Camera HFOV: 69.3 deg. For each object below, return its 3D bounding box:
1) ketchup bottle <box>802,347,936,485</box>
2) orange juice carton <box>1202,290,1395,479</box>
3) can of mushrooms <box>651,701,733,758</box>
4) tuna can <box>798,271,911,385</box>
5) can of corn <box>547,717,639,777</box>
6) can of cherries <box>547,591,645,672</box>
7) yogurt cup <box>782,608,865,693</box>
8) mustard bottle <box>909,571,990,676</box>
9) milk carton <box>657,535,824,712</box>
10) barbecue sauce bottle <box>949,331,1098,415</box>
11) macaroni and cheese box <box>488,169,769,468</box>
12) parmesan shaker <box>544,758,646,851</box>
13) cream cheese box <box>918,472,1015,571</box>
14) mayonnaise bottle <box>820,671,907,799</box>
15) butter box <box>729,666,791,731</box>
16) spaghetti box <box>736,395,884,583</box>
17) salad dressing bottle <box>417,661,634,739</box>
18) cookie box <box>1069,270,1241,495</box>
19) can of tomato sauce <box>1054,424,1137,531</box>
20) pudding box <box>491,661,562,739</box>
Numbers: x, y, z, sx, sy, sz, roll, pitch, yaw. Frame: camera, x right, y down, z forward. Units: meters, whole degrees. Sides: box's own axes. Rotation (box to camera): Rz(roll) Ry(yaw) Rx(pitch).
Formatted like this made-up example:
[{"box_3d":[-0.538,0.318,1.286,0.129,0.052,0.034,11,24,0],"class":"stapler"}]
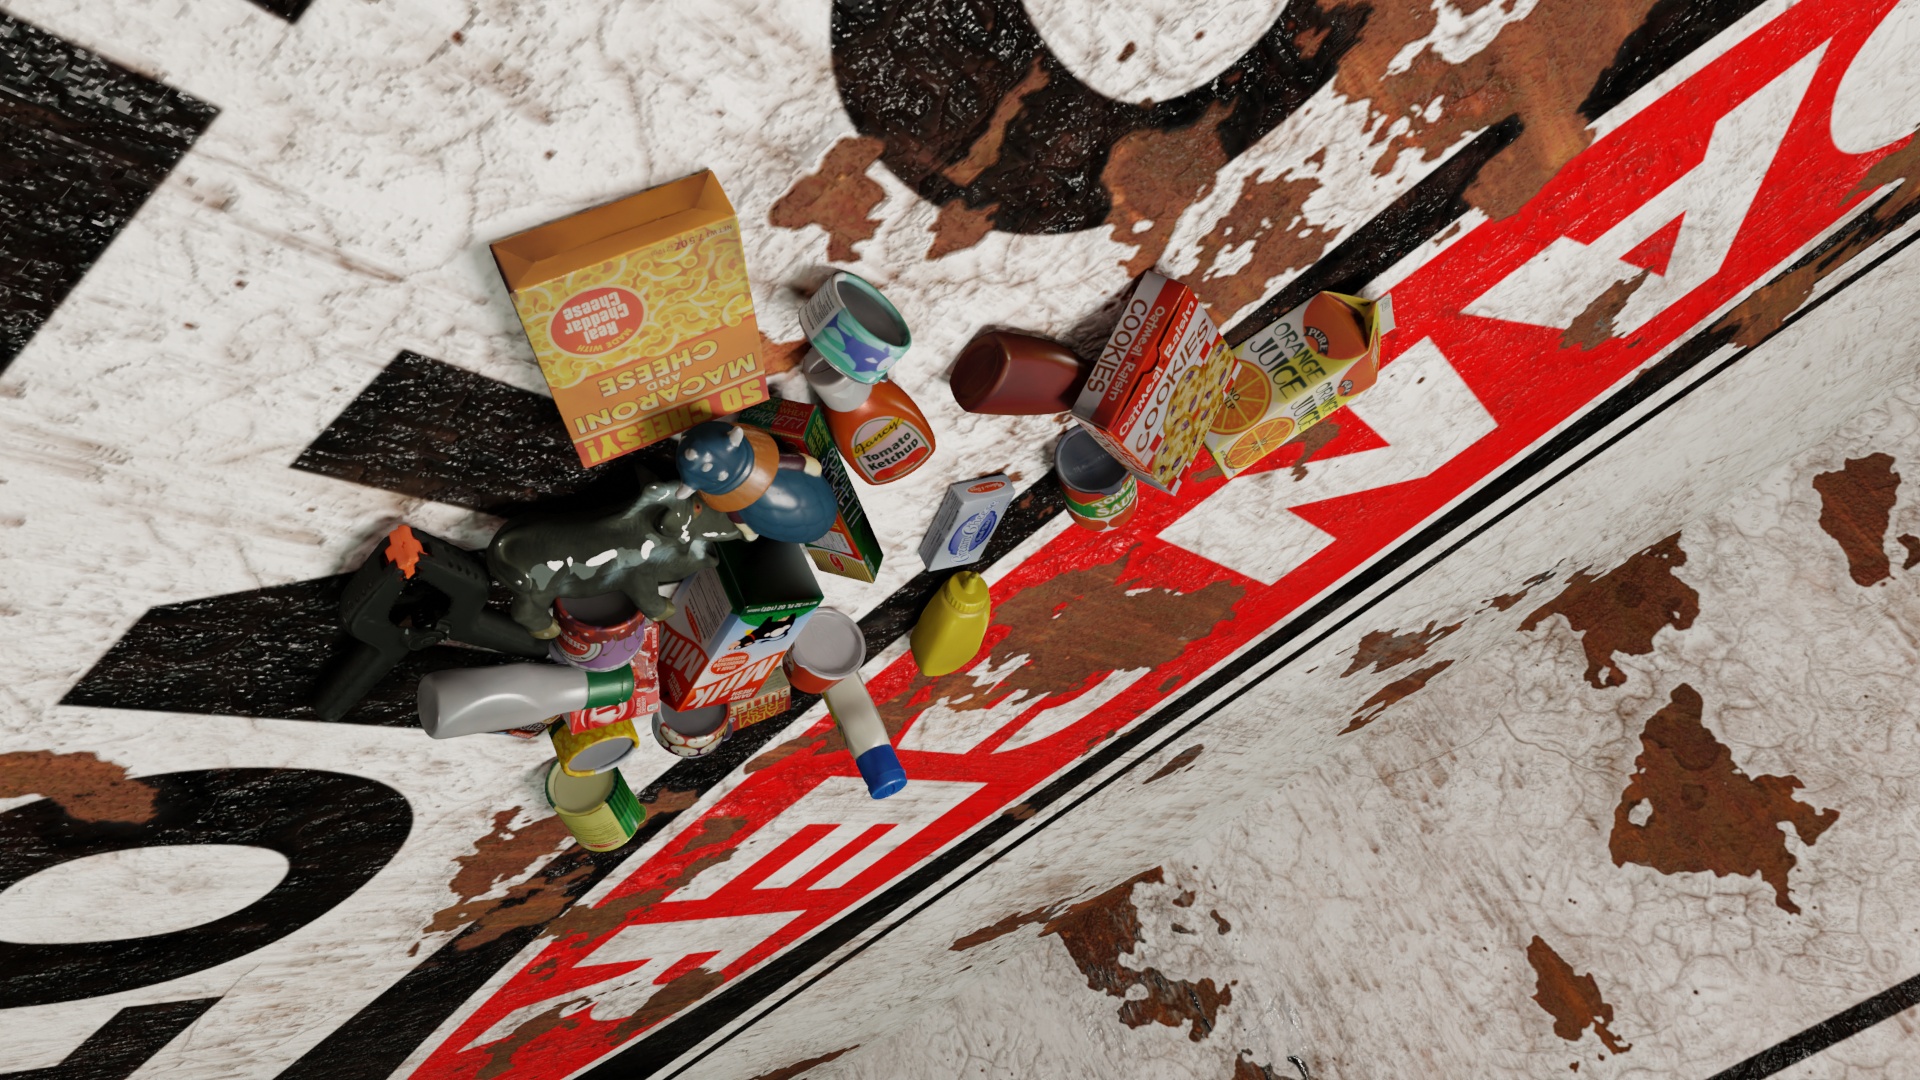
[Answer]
[{"box_3d":[-0.066,-0.089,0.957,0.065,0.044,0.148,-30,154,3],"class":"ketchup bottle"},{"box_3d":[0.284,-0.142,1.182,0.192,0.073,0.071,-33,154,9],"class":"orange juice carton"},{"box_3d":[-0.232,0.153,1.208,0.071,0.071,0.033,-15,150,-26],"class":"can of mushrooms"},{"box_3d":[-0.062,-0.130,0.855,0.032,0.071,0.071,-42,151,26],"class":"tuna can"},{"box_3d":[-0.307,0.154,1.146,0.071,0.058,0.071,-23,154,-12],"class":"can of corn"},{"box_3d":[-0.260,0.053,0.994,0.072,0.072,0.058,-15,151,-27],"class":"can of cherries"},{"box_3d":[-0.124,0.101,1.230,0.072,0.072,0.053,-11,158,-32],"class":"yogurt cup"},{"box_3d":[-0.003,0.071,1.312,0.065,0.049,0.159,-15,151,-27],"class":"mustard bottle"},{"box_3d":[-0.187,0.073,1.100,0.072,0.073,0.189,-5,147,-40],"class":"milk carton"},{"box_3d":[0.063,-0.120,1.032,0.149,0.044,0.064,-1,143,-45],"class":"barbecue sauce bottle"},{"box_3d":[-0.179,-0.121,0.786,0.124,0.040,0.165,-23,154,-13],"class":"macaroni and cheese box"},{"box_3d":[-0.330,0.235,1.263,0.071,0.071,0.102,-22,153,-13],"class":"parmesan shaker"},{"box_3d":[0.004,-0.015,1.189,0.053,0.024,0.103,-12,150,-29],"class":"cream cheese box"},{"box_3d":[-0.095,0.165,1.277,0.041,0.148,0.064,-23,154,-12],"class":"mayonnaise bottle"},{"box_3d":[-0.208,0.154,1.287,0.104,0.024,0.052,-20,153,-19],"class":"butter box"},{"box_3d":[-0.104,-0.032,1.013,0.050,0.029,0.249,13,158,14],"class":"spaghetti box"},{"box_3d":[-0.310,0.109,1.001,0.148,0.044,0.064,-5,153,-41],"class":"salad dressing bottle"},{"box_3d":[0.156,-0.117,1.071,0.123,0.040,0.167,-62,151,-2],"class":"cookie box"},{"box_3d":[0.118,-0.052,1.183,0.071,0.071,0.083,-28,155,-2],"class":"can of tomato sauce"},{"box_3d":[-0.350,0.126,1.083,0.049,0.030,0.083,-33,154,9],"class":"pudding box"}]
